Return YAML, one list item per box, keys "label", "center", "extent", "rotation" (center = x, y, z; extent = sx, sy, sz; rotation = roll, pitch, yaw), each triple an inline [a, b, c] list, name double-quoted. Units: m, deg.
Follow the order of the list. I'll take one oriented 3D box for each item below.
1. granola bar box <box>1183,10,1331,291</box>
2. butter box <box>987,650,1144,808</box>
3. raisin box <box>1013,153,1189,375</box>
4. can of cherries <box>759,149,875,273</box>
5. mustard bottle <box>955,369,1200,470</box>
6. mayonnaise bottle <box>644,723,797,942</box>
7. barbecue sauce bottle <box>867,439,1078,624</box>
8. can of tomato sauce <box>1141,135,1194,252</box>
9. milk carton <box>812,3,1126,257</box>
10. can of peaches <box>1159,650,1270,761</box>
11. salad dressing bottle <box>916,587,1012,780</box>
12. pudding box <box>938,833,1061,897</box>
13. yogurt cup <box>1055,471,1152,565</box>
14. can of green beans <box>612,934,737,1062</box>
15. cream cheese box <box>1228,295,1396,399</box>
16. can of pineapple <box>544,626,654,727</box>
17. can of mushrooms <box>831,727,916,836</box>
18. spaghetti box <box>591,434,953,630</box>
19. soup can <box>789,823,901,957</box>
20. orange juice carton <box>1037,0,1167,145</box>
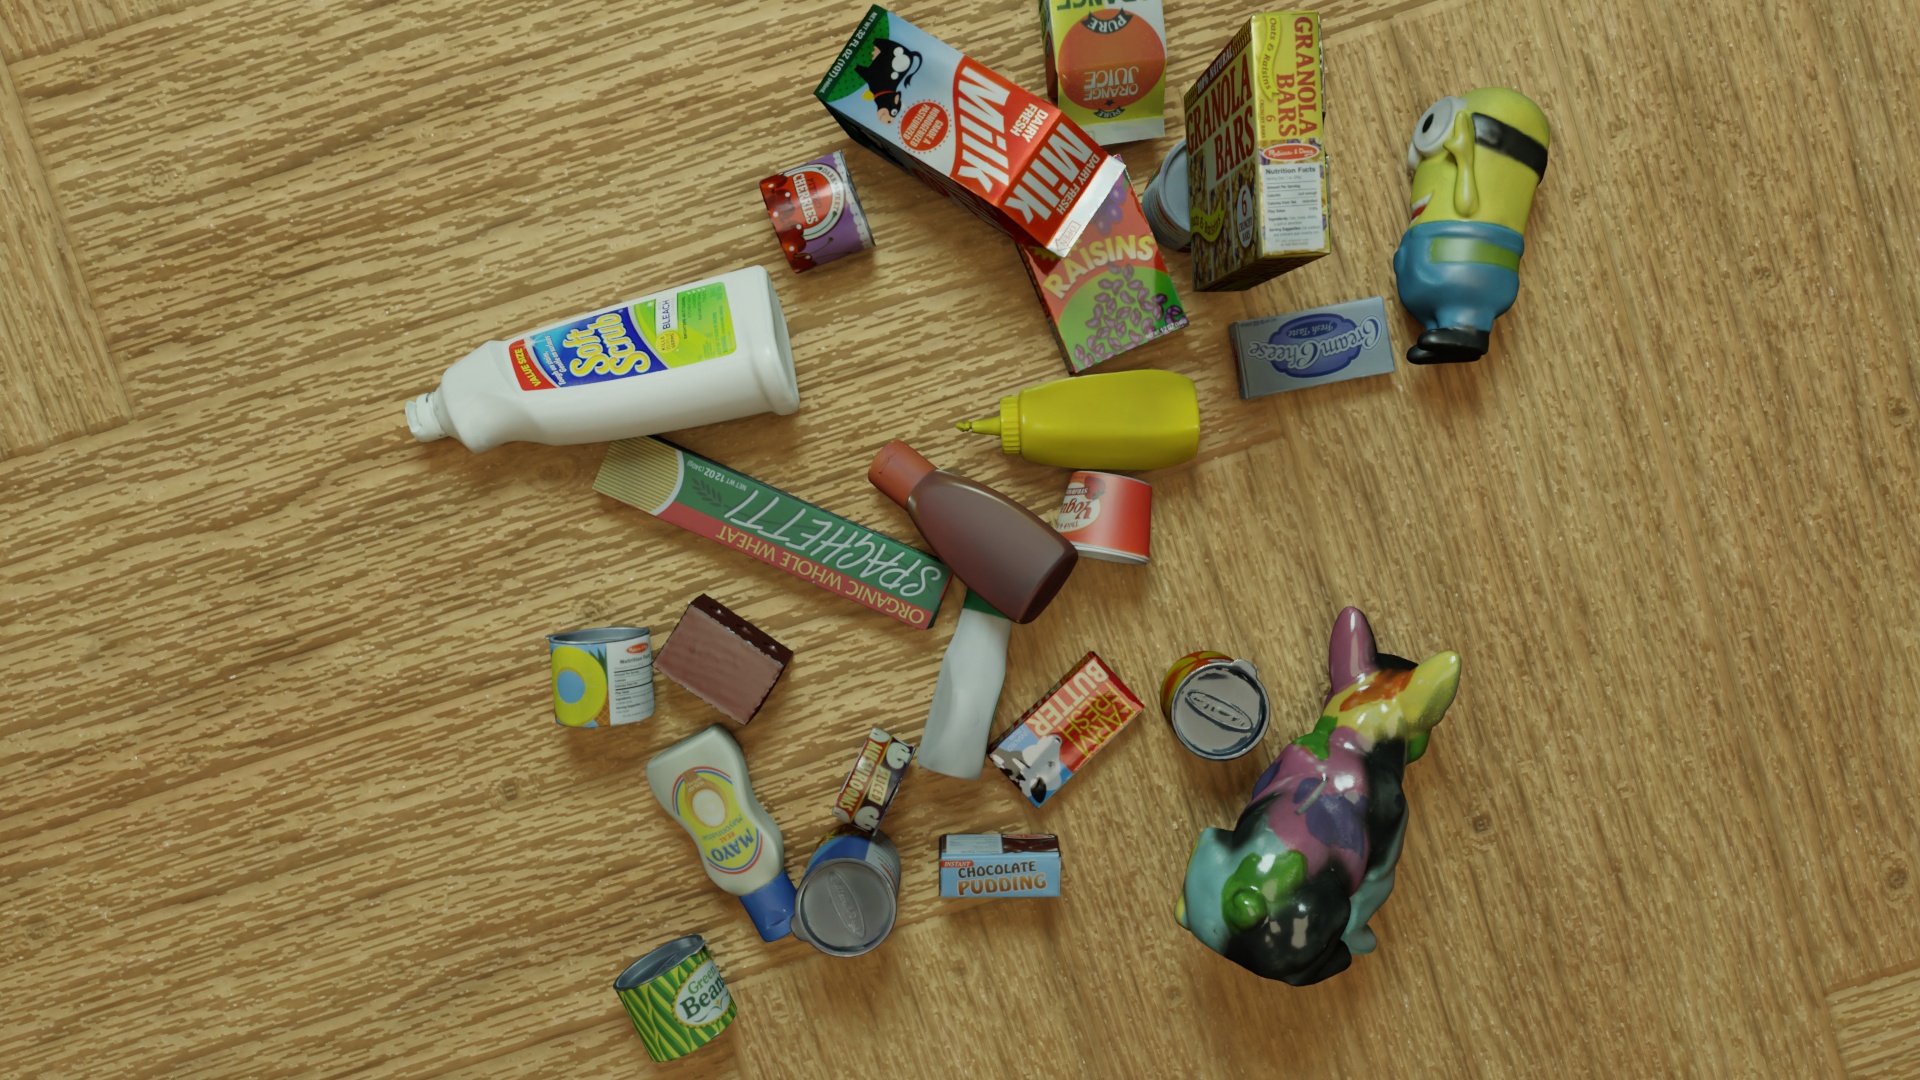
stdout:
- label: "granola bar box"
  center: [0.164, -0.211, 0.783]
  extent: [0.039, 0.165, 0.124]
  rotation: [-4, 94, -3]
- label: "butter box"
  center: [0.072, 0.130, 0.960]
  extent: [0.103, 0.024, 0.053]
  rotation: [-44, 94, 3]
- label: "raisin box"
  center: [0.090, -0.184, 0.932]
  extent: [0.086, 0.040, 0.123]
  rotation: [-23, 95, 2]
- label: "can of cherries"
  center: [-0.094, -0.216, 0.912]
  extent: [0.058, 0.071, 0.071]
  rotation: [-20, 94, 1]
- label: "mustard bottle"
  center: [0.077, -0.079, 0.929]
  extent: [0.160, 0.048, 0.065]
  rotation: [-1, 51, 4]
- label: "mayonnaise bottle"
  center: [-0.155, 0.203, 0.953]
  extent: [0.065, 0.041, 0.148]
  rotation: [-29, 93, 0]
- label: "barbecue sauce bottle"
  center: [0.003, -0.011, 0.915]
  extent: [0.149, 0.043, 0.064]
  rotation: [38, 99, 21]
- label: "can of tomato sauce"
  center: [0.158, -0.226, 0.907]
  extent: [0.071, 0.083, 0.071]
  rotation: [0, 94, -1]
- label: "milk carton"
  center: [0.009, -0.254, 0.881]
  extent: [0.191, 0.073, 0.072]
  rotation: [35, 93, 17]
- label: "can of peaches"
  center: [0.173, 0.109, 0.942]
  extent: [0.071, 0.058, 0.071]
  rotation: [0, 93, 0]
- label: "salad dressing bottle"
  center: [0.010, 0.085, 0.940]
  extent: [0.044, 0.064, 0.147]
  rotation: [16, 86, -11]
- label: "pudding box"
  center: [0.027, 0.222, 0.952]
  extent: [0.084, 0.050, 0.030]
  rotation: [-1, 96, -1]
- label: "yogurt cup"
  center: [0.097, -0.015, 0.932]
  extent: [0.072, 0.072, 0.054]
  rotation: [10, 86, -1]
- label: "can of green beans"
  center: [-0.194, 0.312, 0.947]
  extent: [0.071, 0.071, 0.058]
  rotation: [-26, 94, 1]
- label: "cream cheese box"
  center: [0.239, -0.131, 0.944]
  extent: [0.104, 0.024, 0.053]
  rotation: [-10, 94, 0]
- label: "can of pineapple"
  center: [-0.242, 0.091, 0.934]
  extent: [0.071, 0.071, 0.058]
  rotation: [-3, 94, 0]
- label: "can of mushrooms"
  center: [-0.059, 0.162, 0.937]
  extent: [0.033, 0.071, 0.071]
  rotation: [27, 93, -1]
- label: "spaghetti box"
  center: [-0.125, -0.009, 0.946]
  extent: [0.250, 0.029, 0.050]
  rotation: [23, 94, -2]
- label: "soup can"
  center: [-0.077, 0.234, 0.935]
  extent: [0.071, 0.084, 0.071]
  rotation: [0, 94, 0]
- label: "orange juice carton"
  center: [0.089, -0.355, 0.904]
  extent: [0.072, 0.073, 0.192]
  rotation: [-7, 94, 0]
